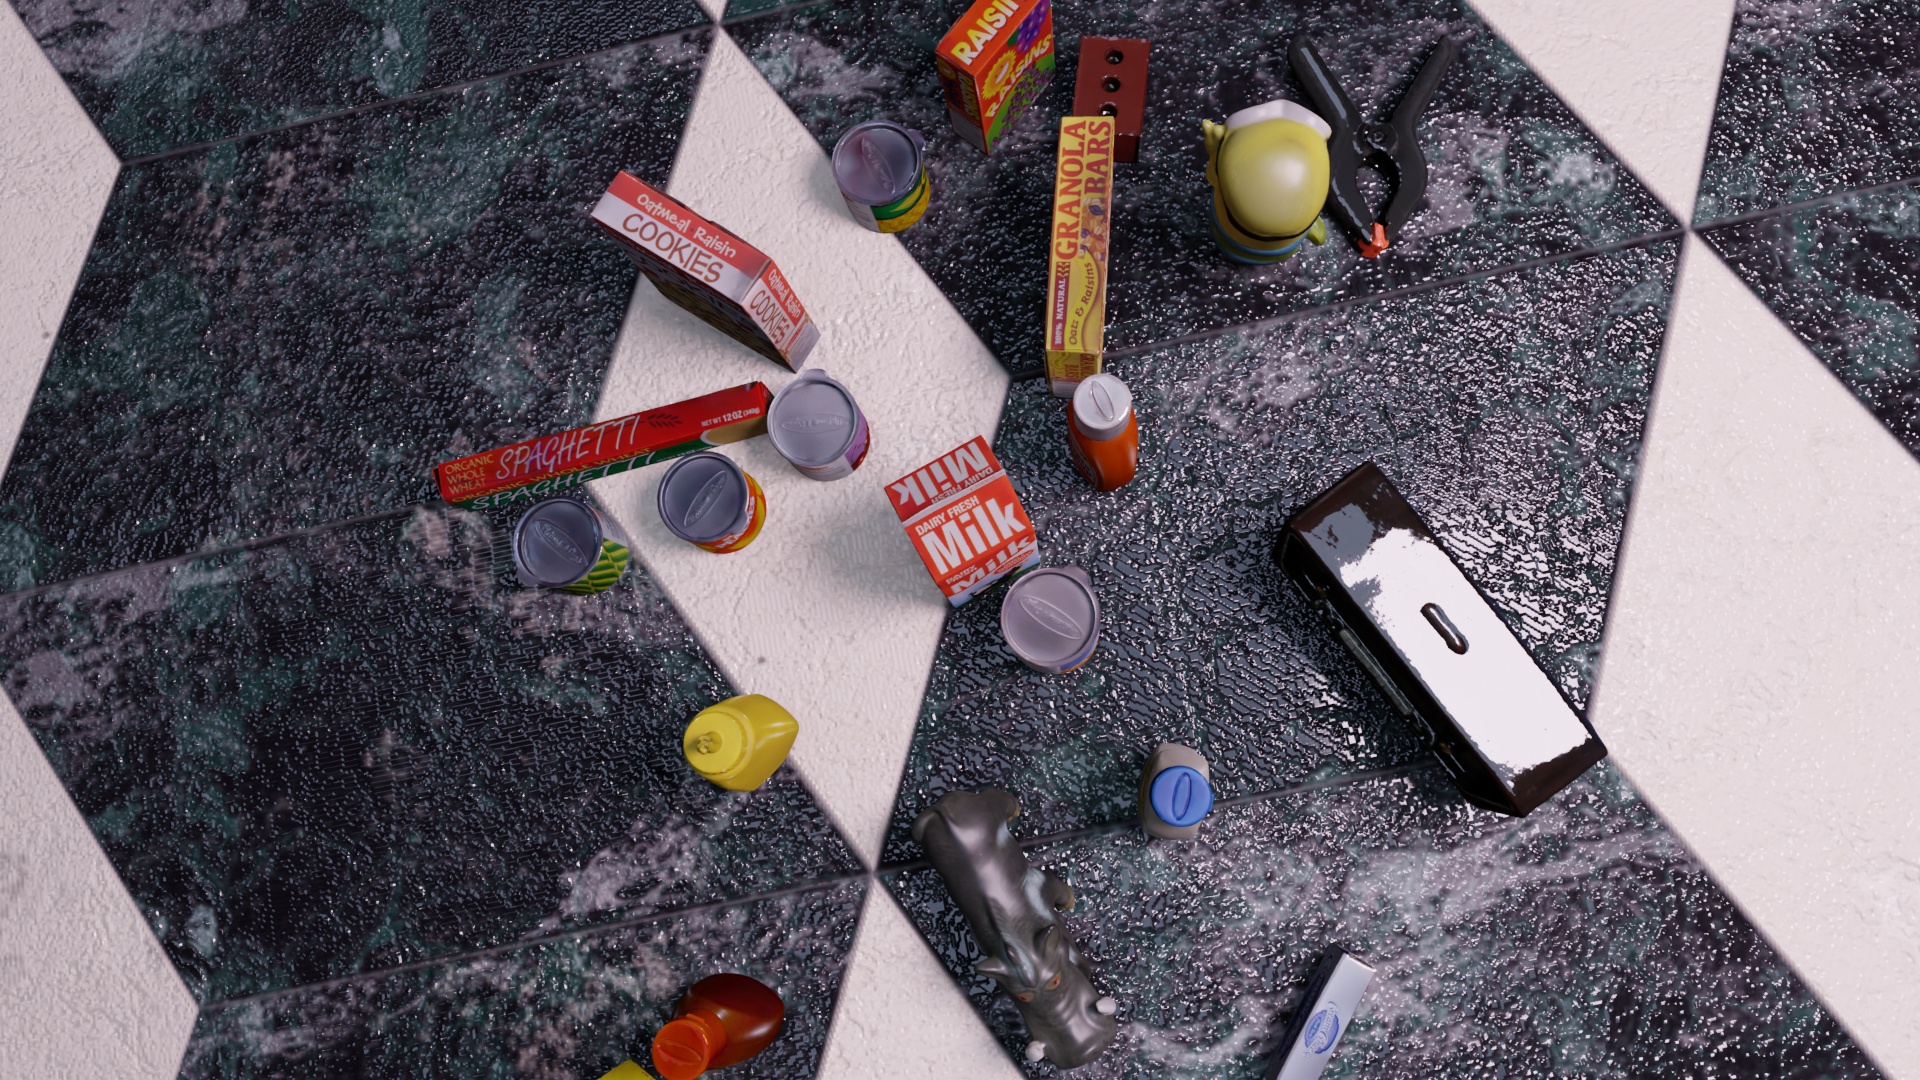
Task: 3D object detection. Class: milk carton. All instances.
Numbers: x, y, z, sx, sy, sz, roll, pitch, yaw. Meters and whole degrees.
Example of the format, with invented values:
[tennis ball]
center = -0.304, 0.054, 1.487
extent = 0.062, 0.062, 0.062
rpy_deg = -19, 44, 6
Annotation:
[milk carton]
center = 0.003, -0.011, 0.916
extent = 0.072, 0.190, 0.073
rpy_deg = -29, 79, 0

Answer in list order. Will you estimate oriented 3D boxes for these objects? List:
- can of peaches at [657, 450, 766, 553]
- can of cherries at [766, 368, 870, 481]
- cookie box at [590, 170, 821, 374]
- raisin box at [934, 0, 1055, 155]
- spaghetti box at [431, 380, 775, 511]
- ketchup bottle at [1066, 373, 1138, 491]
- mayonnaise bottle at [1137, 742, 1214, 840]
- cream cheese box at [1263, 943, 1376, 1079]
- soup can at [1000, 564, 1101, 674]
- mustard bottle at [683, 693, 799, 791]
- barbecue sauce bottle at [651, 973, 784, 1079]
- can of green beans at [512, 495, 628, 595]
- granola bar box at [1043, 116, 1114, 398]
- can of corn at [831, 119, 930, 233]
[can of peaches]
center = -0.176, -0.025, 1.002
extent = 0.071, 0.058, 0.071
rpy_deg = -1, 80, 5
[can of cherries]
center = -0.101, -0.082, 1.005
extent = 0.071, 0.058, 0.071
rpy_deg = -1, 80, 5
[cookie box]
center = -0.172, -0.184, 0.974
extent = 0.123, 0.167, 0.040
rpy_deg = 31, 85, 9
[raisin box]
center = 0.027, -0.347, 1.006
extent = 0.040, 0.123, 0.086
rpy_deg = 39, 86, 10
[spaghetti box]
center = -0.258, -0.068, 1.021
extent = 0.250, 0.050, 0.029
rpy_deg = -15, 80, 3
[ketchup bottle]
center = 0.096, -0.077, 0.940
extent = 0.043, 0.148, 0.065
rpy_deg = -25, 79, 1
[mayonnaise bottle]
center = 0.138, 0.163, 0.895
extent = 0.041, 0.148, 0.065
rpy_deg = 11, 82, 7
[cream cheese box]
center = 0.234, 0.317, 0.908
extent = 0.024, 0.053, 0.104
rpy_deg = 29, 84, 9
[soup can]
center = 0.065, 0.055, 0.953
extent = 0.071, 0.083, 0.071
rpy_deg = -1, 81, 5
[mustard bottle]
center = -0.150, 0.133, 0.921
extent = 0.049, 0.160, 0.065
rpy_deg = 34, 86, 10
[barbecue sauce bottle]
center = -0.159, 0.314, 0.896
extent = 0.065, 0.148, 0.044
rpy_deg = 19, 83, 8
[can of green beans]
center = -0.282, 0.005, 1.007
extent = 0.071, 0.057, 0.071
rpy_deg = -1, 80, 5
[granola bar box]
center = 0.083, -0.194, 0.974
extent = 0.039, 0.124, 0.165
rpy_deg = 3, 81, 6
[can of corn]
center = -0.056, -0.271, 1.033
extent = 0.071, 0.058, 0.071
rpy_deg = -1, 80, 5
